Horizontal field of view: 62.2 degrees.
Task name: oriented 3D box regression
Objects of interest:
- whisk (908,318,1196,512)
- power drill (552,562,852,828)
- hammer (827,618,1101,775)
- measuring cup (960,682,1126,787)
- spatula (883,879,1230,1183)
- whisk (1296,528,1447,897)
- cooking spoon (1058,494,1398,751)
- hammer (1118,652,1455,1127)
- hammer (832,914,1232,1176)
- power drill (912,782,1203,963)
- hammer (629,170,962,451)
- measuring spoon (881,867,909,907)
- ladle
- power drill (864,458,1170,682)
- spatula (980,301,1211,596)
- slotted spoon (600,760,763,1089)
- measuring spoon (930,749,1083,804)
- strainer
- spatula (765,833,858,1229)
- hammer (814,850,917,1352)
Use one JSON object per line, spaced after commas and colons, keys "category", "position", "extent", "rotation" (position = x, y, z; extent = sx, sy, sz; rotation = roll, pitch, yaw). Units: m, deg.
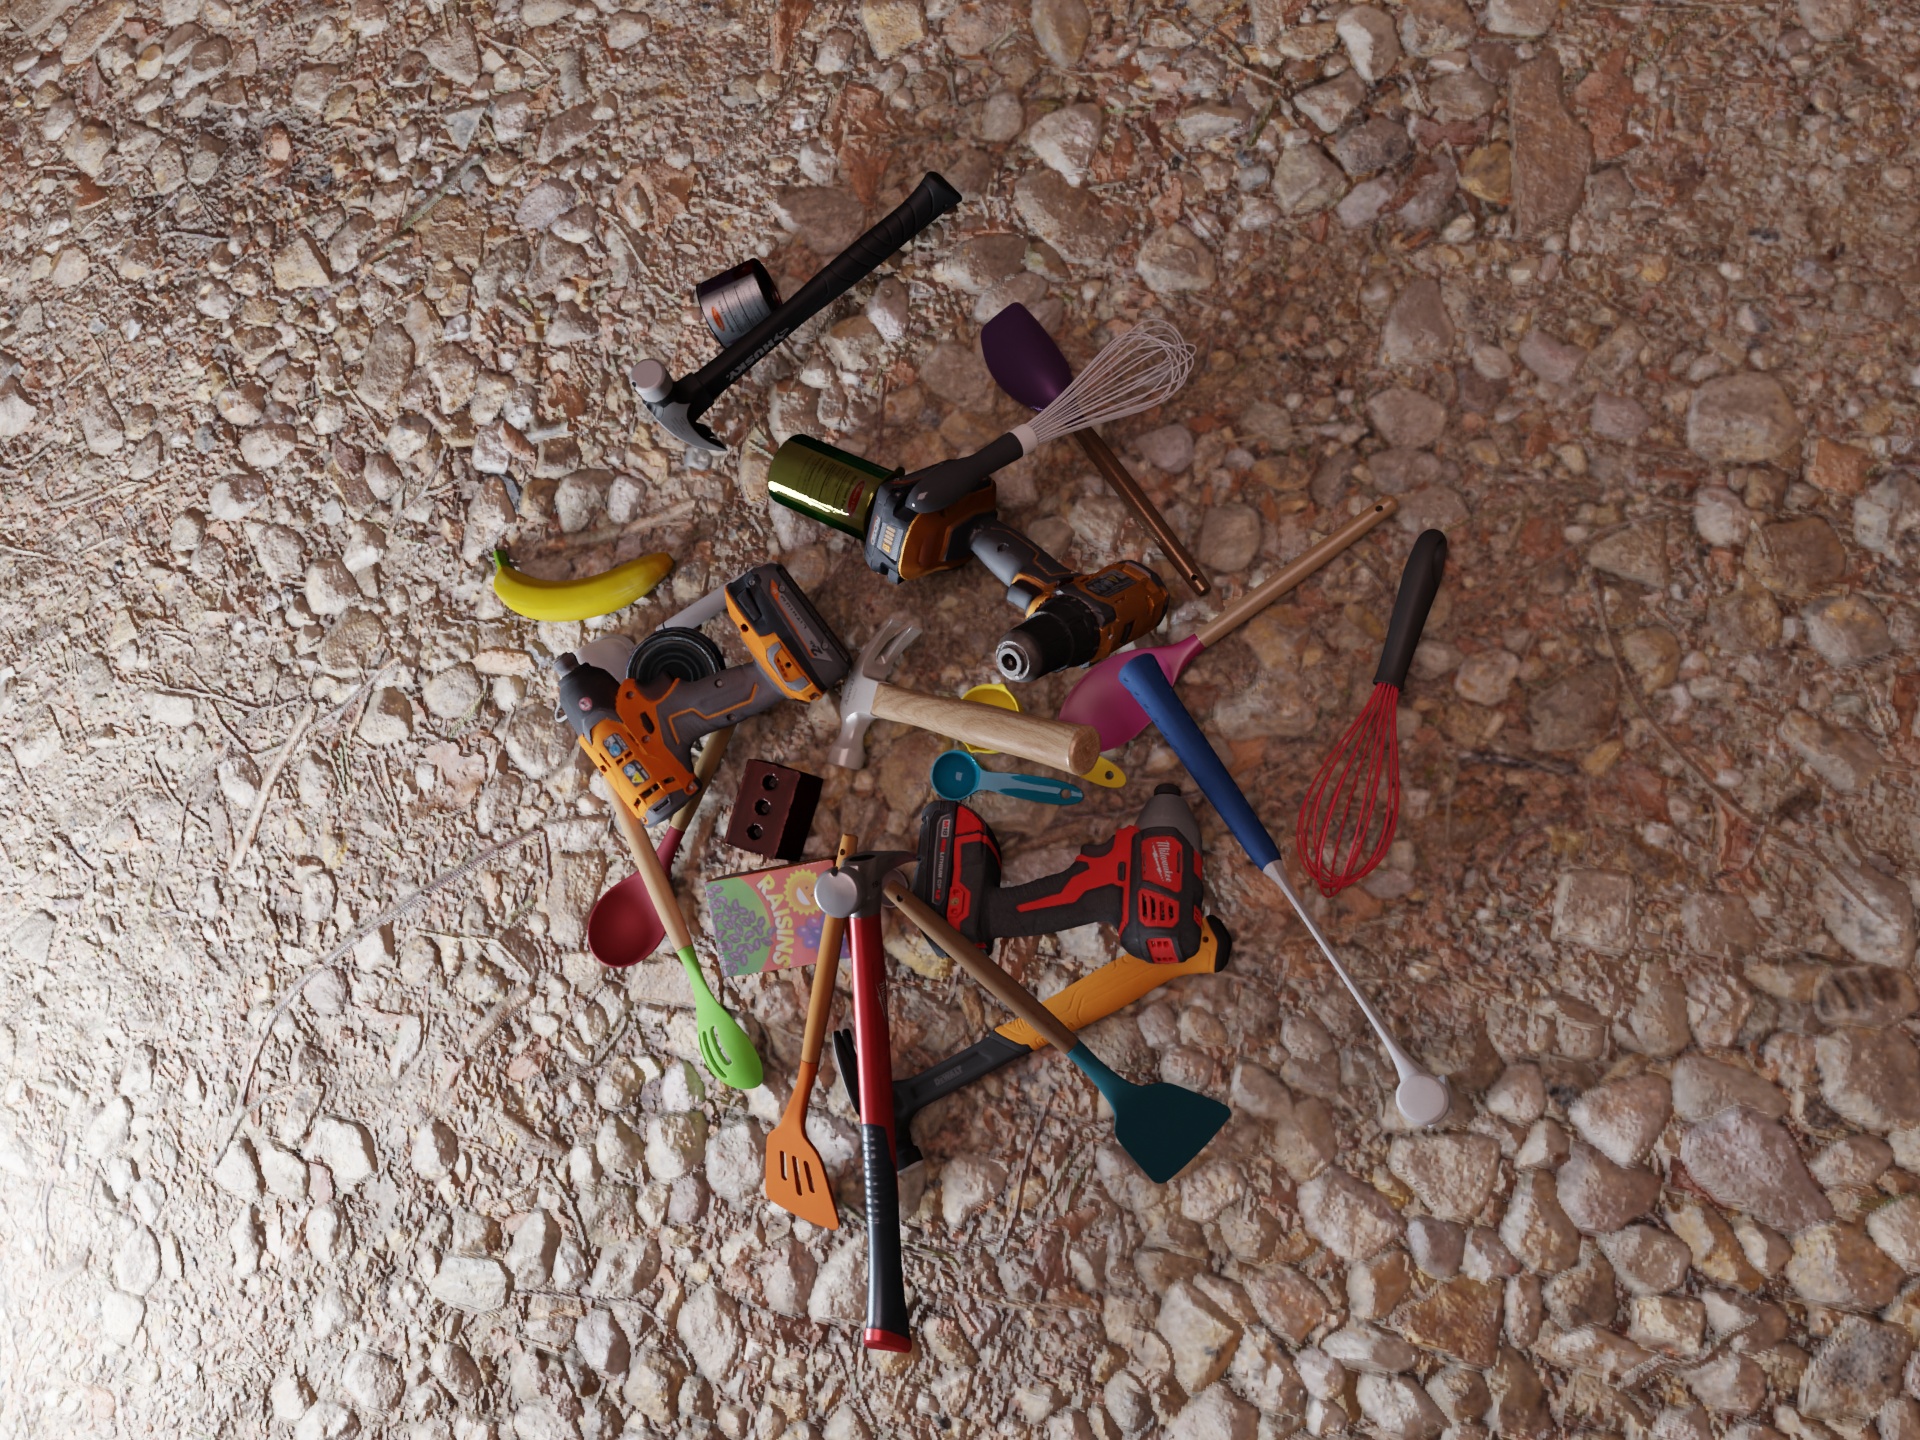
{"category": "whisk", "position": [0.074, -0.238, 1.267], "extent": [0.284, 0.070, 0.070], "rotation": [-33, 70, -19]}
{"category": "power drill", "position": [-0.223, -0.036, 1.340], "extent": [0.226, 0.084, 0.164], "rotation": [-36, 98, 4]}
{"category": "hammer", "position": [-0.002, -0.004, 1.228], "extent": [0.331, 0.031, 0.130], "rotation": [13, 89, 56]}
{"category": "measuring cup", "position": [0.068, 0.020, 1.298], "extent": [0.156, 0.029, 0.062], "rotation": [25, 92, 20]}
{"category": "spatula", "position": [0.064, 0.228, 1.203], "extent": [0.317, 0.044, 0.082], "rotation": [42, 98, 0]}
{"category": "whisk", "position": [0.318, -0.008, 1.203], "extent": [0.073, 0.073, 0.296], "rotation": [16, 82, 21]}
{"category": "cooking spoon", "position": [0.213, -0.078, 1.269], "extent": [0.319, 0.017, 0.069], "rotation": [-37, 68, 11]}
{"category": "hammer", "position": [0.238, 0.119, 1.180], "extent": [0.035, 0.144, 0.406], "rotation": [-35, 66, 9]}
{"category": "hammer", "position": [0.058, 0.236, 1.265], "extent": [0.337, 0.034, 0.127], "rotation": [-29, 74, 12]}
{"category": "power drill", "position": [0.080, 0.117, 1.242], "extent": [0.220, 0.078, 0.143], "rotation": [-3, 58, 15]}
{"category": "hammer", "position": [-0.133, -0.364, 1.394], "extent": [0.335, 0.146, 0.035], "rotation": [-40, 71, -3]}
{"category": "measuring spoon", "position": [-0.096, 0.136, 1.347], "extent": [0.124, 0.018, 0.034], "rotation": [3, 96, 26]}
{"category": "ladle", "position": [-0.239, 0.071, 1.398], "extent": [0.069, 0.031, 0.315], "rotation": [25, 88, 10]}
{"category": "power drill", "position": [0.029, -0.112, 1.255], "extent": [0.226, 0.185, 0.084], "rotation": [33, 128, 23]}
{"category": "spatula", "position": [0.112, -0.225, 1.327], "extent": [0.060, 0.018, 0.316], "rotation": [-38, 70, 11]}
{"category": "slotted spoon", "position": [-0.246, 0.172, 1.357], "extent": [0.070, 0.031, 0.314], "rotation": [-36, 75, 47]}
{"category": "measuring spoon", "position": [0.039, 0.053, 1.313], "extent": [0.128, 0.021, 0.042], "rotation": [10, 85, 11]}
{"category": "strainer", "position": [-0.273, -0.076, 1.427], "extent": [0.258, 0.050, 0.087], "rotation": [-31, 59, 9]}
{"category": "spatula", "position": [-0.112, 0.251, 1.290], "extent": [0.081, 0.041, 0.322], "rotation": [12, 92, 34]}
{"category": "hammer", "position": [-0.060, 0.295, 1.239], "extent": [0.038, 0.143, 0.386], "rotation": [-2, 94, 19]}
